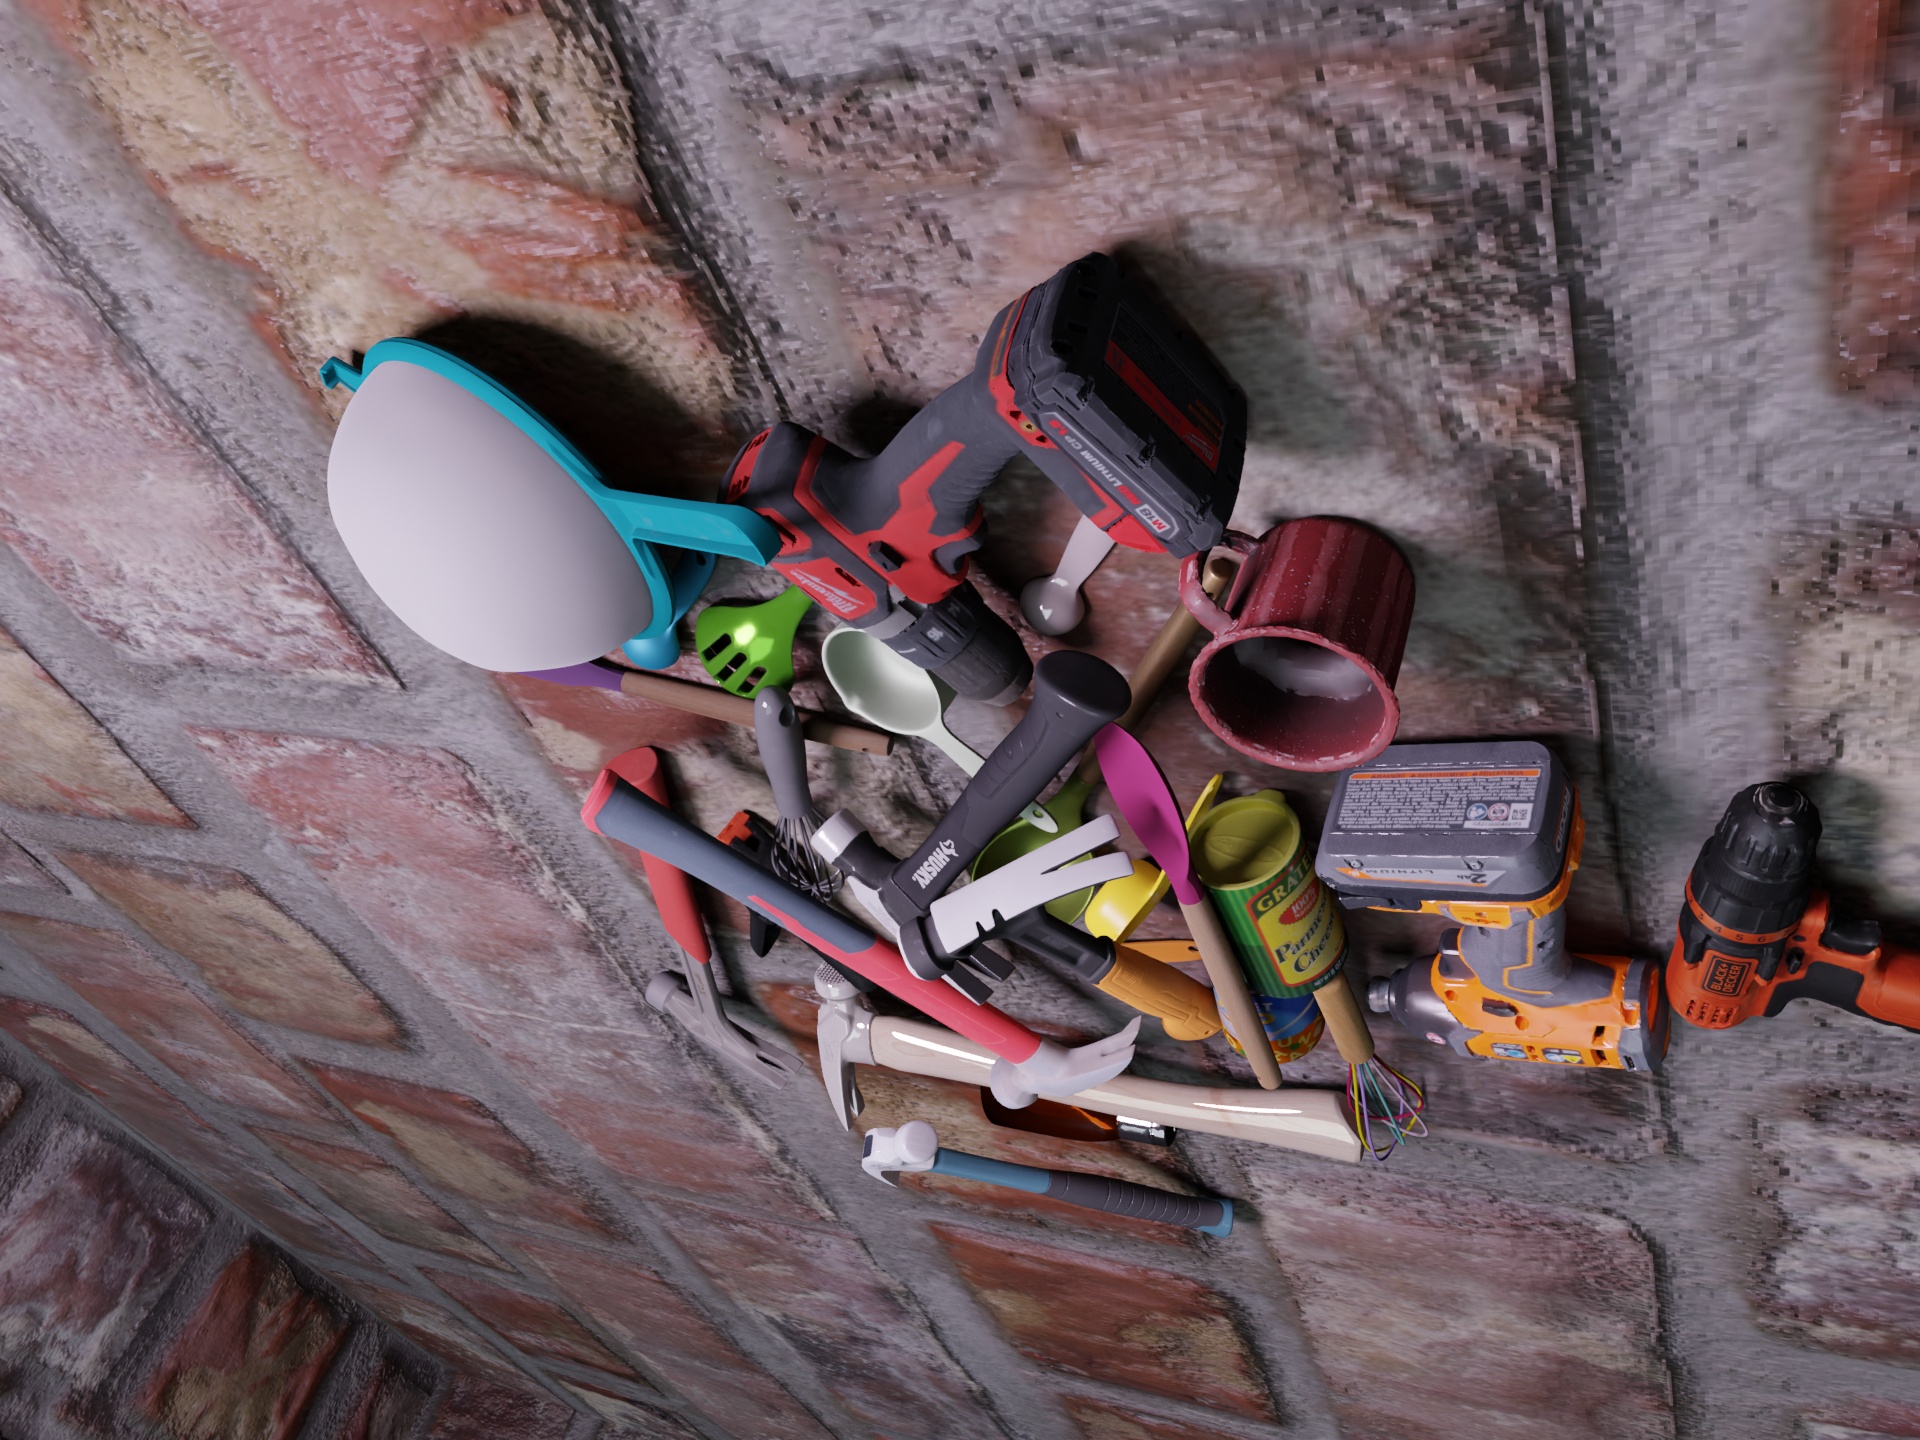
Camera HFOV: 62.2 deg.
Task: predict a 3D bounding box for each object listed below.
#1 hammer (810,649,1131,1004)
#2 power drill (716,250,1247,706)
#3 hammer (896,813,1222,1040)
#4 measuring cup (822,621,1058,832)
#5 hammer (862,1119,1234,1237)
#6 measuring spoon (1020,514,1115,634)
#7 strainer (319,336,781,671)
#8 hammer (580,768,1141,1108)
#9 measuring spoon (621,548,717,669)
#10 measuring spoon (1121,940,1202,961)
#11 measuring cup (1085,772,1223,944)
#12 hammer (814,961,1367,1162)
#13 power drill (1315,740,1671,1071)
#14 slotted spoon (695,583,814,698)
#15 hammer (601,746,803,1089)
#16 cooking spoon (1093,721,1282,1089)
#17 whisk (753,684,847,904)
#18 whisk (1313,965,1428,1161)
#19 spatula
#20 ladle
[{"bbox_3d":[0.014,0.055,0.854,0.146,0.035,0.334,46,149,5],"label":"hammer"},{"bbox_3d":[0.020,-0.090,0.723,0.227,0.080,0.187,-21,131,42],"label":"power drill"},{"bbox_3d":[0.096,0.139,0.921,0.127,0.034,0.336,-30,150,15],"label":"hammer"},{"bbox_3d":[-0.001,-0.003,0.880,0.167,0.038,0.083,41,145,-10],"label":"measuring cup"},{"bbox_3d":[0.076,0.361,1.237,0.330,0.033,0.128,18,154,-22],"label":"hammer"},{"bbox_3d":[0.059,-0.078,0.781,0.034,0.018,0.124,27,144,-3],"label":"measuring spoon"},{"bbox_3d":[-0.218,-0.081,0.797,0.341,0.095,0.210,14,147,46],"label":"strainer"},{"bbox_3d":[-0.065,0.138,1.025,0.386,0.038,0.143,34,141,-18],"label":"hammer"},{"bbox_3d":[-0.172,-0.066,0.926,0.042,0.021,0.128,46,141,1],"label":"measuring spoon"},{"bbox_3d":[0.115,0.150,1.050,0.117,0.011,0.021,-6,134,31],"label":"measuring spoon"},{"bbox_3d":[0.113,0.076,0.932,0.029,0.062,0.156,38,135,17],"label":"measuring cup"},{"bbox_3d":[0.085,0.272,1.160,0.411,0.038,0.146,7,118,22],"label":"hammer"},{"bbox_3d":[0.269,0.109,0.845,0.164,0.084,0.226,-3,140,36],"label":"power drill"},{"bbox_3d":[-0.070,-0.085,0.844,0.070,0.031,0.313,42,141,-7],"label":"slotted spoon"},{"bbox_3d":[-0.204,0.151,1.198,0.149,0.037,0.358,27,146,23],"label":"hammer"},{"bbox_3d":[0.131,0.109,0.857,0.069,0.017,0.318,39,162,48],"label":"cooking spoon"},{"bbox_3d":[-0.102,0.050,1.002,0.055,0.055,0.238,16,148,13],"label":"whisk"},{"bbox_3d":[0.254,0.211,0.996,0.047,0.051,0.244,-21,138,11],"label":"whisk"},{"bbox_3d":[-0.189,-0.020,1.003,0.316,0.018,0.059,14,151,16],"label":"spatula"},{"bbox_3d":[0.079,0.025,0.872,0.078,0.062,0.320,12,143,-11],"label":"ladle"}]
